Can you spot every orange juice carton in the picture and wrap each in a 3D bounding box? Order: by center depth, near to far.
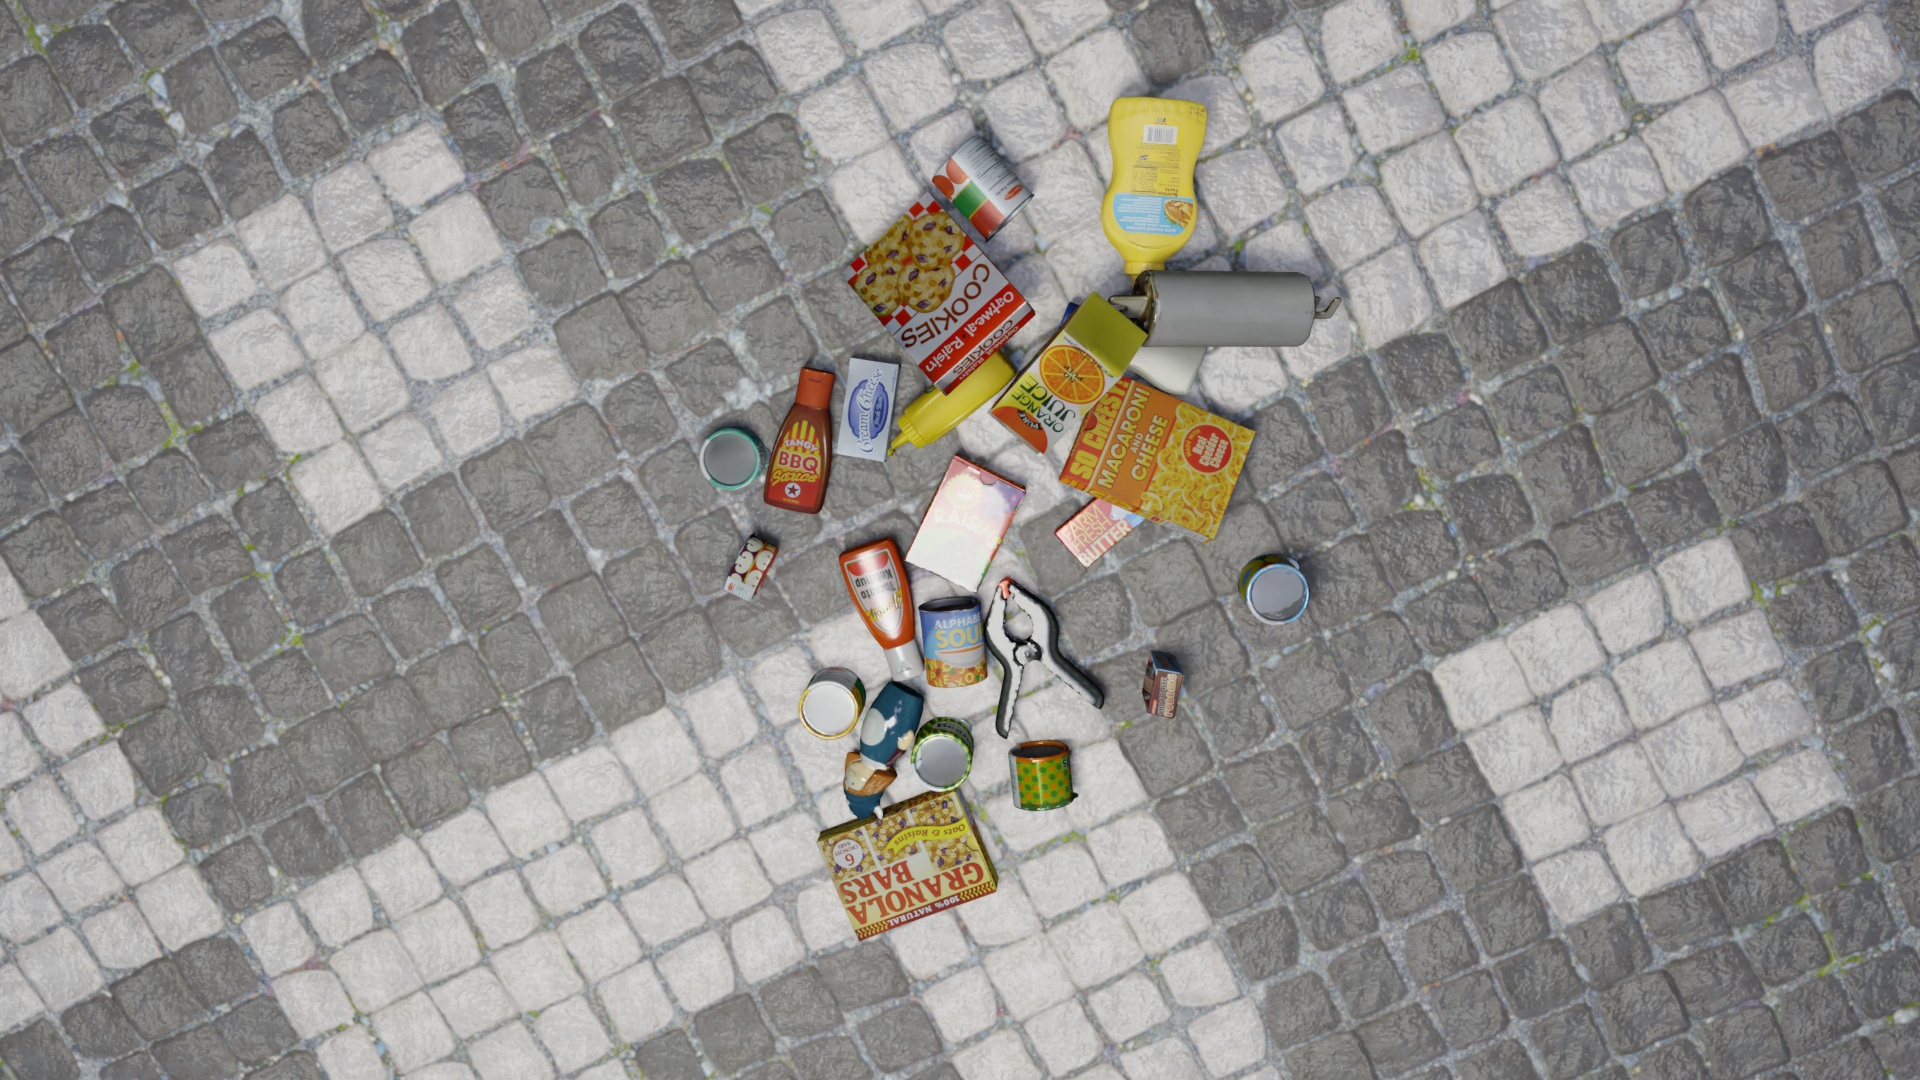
[{"bbox_3d":[0.097,-0.155,1.389,0.072,0.073,0.191,39,141,-5],"label":"orange juice carton"}]

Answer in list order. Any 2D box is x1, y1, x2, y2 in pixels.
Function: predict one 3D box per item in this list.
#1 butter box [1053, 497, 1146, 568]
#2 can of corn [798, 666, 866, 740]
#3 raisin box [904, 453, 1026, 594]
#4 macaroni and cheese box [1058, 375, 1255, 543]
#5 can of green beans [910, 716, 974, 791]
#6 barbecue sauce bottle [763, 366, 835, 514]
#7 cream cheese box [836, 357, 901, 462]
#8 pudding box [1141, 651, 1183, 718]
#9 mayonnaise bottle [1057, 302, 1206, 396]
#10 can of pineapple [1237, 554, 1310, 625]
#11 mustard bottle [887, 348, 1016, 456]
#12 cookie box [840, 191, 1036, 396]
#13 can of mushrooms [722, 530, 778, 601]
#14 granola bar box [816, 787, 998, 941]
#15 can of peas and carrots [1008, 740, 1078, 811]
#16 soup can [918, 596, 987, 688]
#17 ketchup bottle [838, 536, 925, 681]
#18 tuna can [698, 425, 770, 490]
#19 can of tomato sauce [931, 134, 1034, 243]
[{"bbox_3d":[0.153,-0.022,1.460,0.103,0.024,0.053,-40,94,7],"label":"butter box"},{"bbox_3d":[-0.137,0.177,1.486,0.071,0.058,0.071,0,99,3],"label":"can of corn"},{"bbox_3d":[0.005,-0.018,1.460,0.086,0.040,0.123,26,98,-1],"label":"raisin box"},{"bbox_3d":[0.201,-0.087,1.423,0.166,0.040,0.124,23,81,-1],"label":"macaroni and cheese box"},{"bbox_3d":[-0.019,0.229,1.488,0.071,0.058,0.071,0,99,2],"label":"can of green beans"},{"bbox_3d":[-0.163,-0.105,1.452,0.065,0.044,0.148,12,99,1],"label":"barbecue sauce bottle"},{"bbox_3d":[-0.096,-0.137,1.454,0.053,0.024,0.103,9,99,3],"label":"cream cheese box"},{"bbox_3d":[0.211,0.150,1.453,0.030,0.084,0.049,11,100,1],"label":"pudding box"},{"bbox_3d":[0.174,-0.201,1.425,0.148,0.041,0.064,22,93,0],"label":"mayonnaise bottle"},{"bbox_3d":[0.327,0.050,1.446,0.071,0.058,0.071,0,99,3],"label":"can of pineapple"},{"bbox_3d":[-0.016,-0.140,1.430,0.160,0.065,0.049,-38,98,9],"label":"mustard bottle"},{"bbox_3d":[-0.023,-0.247,1.395,0.123,0.040,0.168,-42,69,7],"label":"cookie box"},{"bbox_3d":[-0.220,0.027,1.464,0.033,0.071,0.071,27,99,-2],"label":"can of mushrooms"},{"bbox_3d":[-0.058,0.351,1.518,0.165,0.039,0.124,-21,97,6],"label":"granola bar box"},{"bbox_3d":[0.088,0.250,1.483,0.071,0.071,0.058,-6,98,4],"label":"can of peas and carrots"},{"bbox_3d":[-0.006,0.107,1.463,0.071,0.071,0.083,-6,99,4],"label":"soup can"},{"bbox_3d":[-0.077,0.074,1.475,0.065,0.043,0.148,-18,98,5],"label":"ketchup bottle"},{"bbox_3d":[-0.238,-0.087,1.463,0.071,0.033,0.071,0,99,3],"label":"tuna can"},{"bbox_3d":[0.021,-0.353,1.396,0.071,0.071,0.083,-43,94,8],"label":"can of tomato sauce"}]
